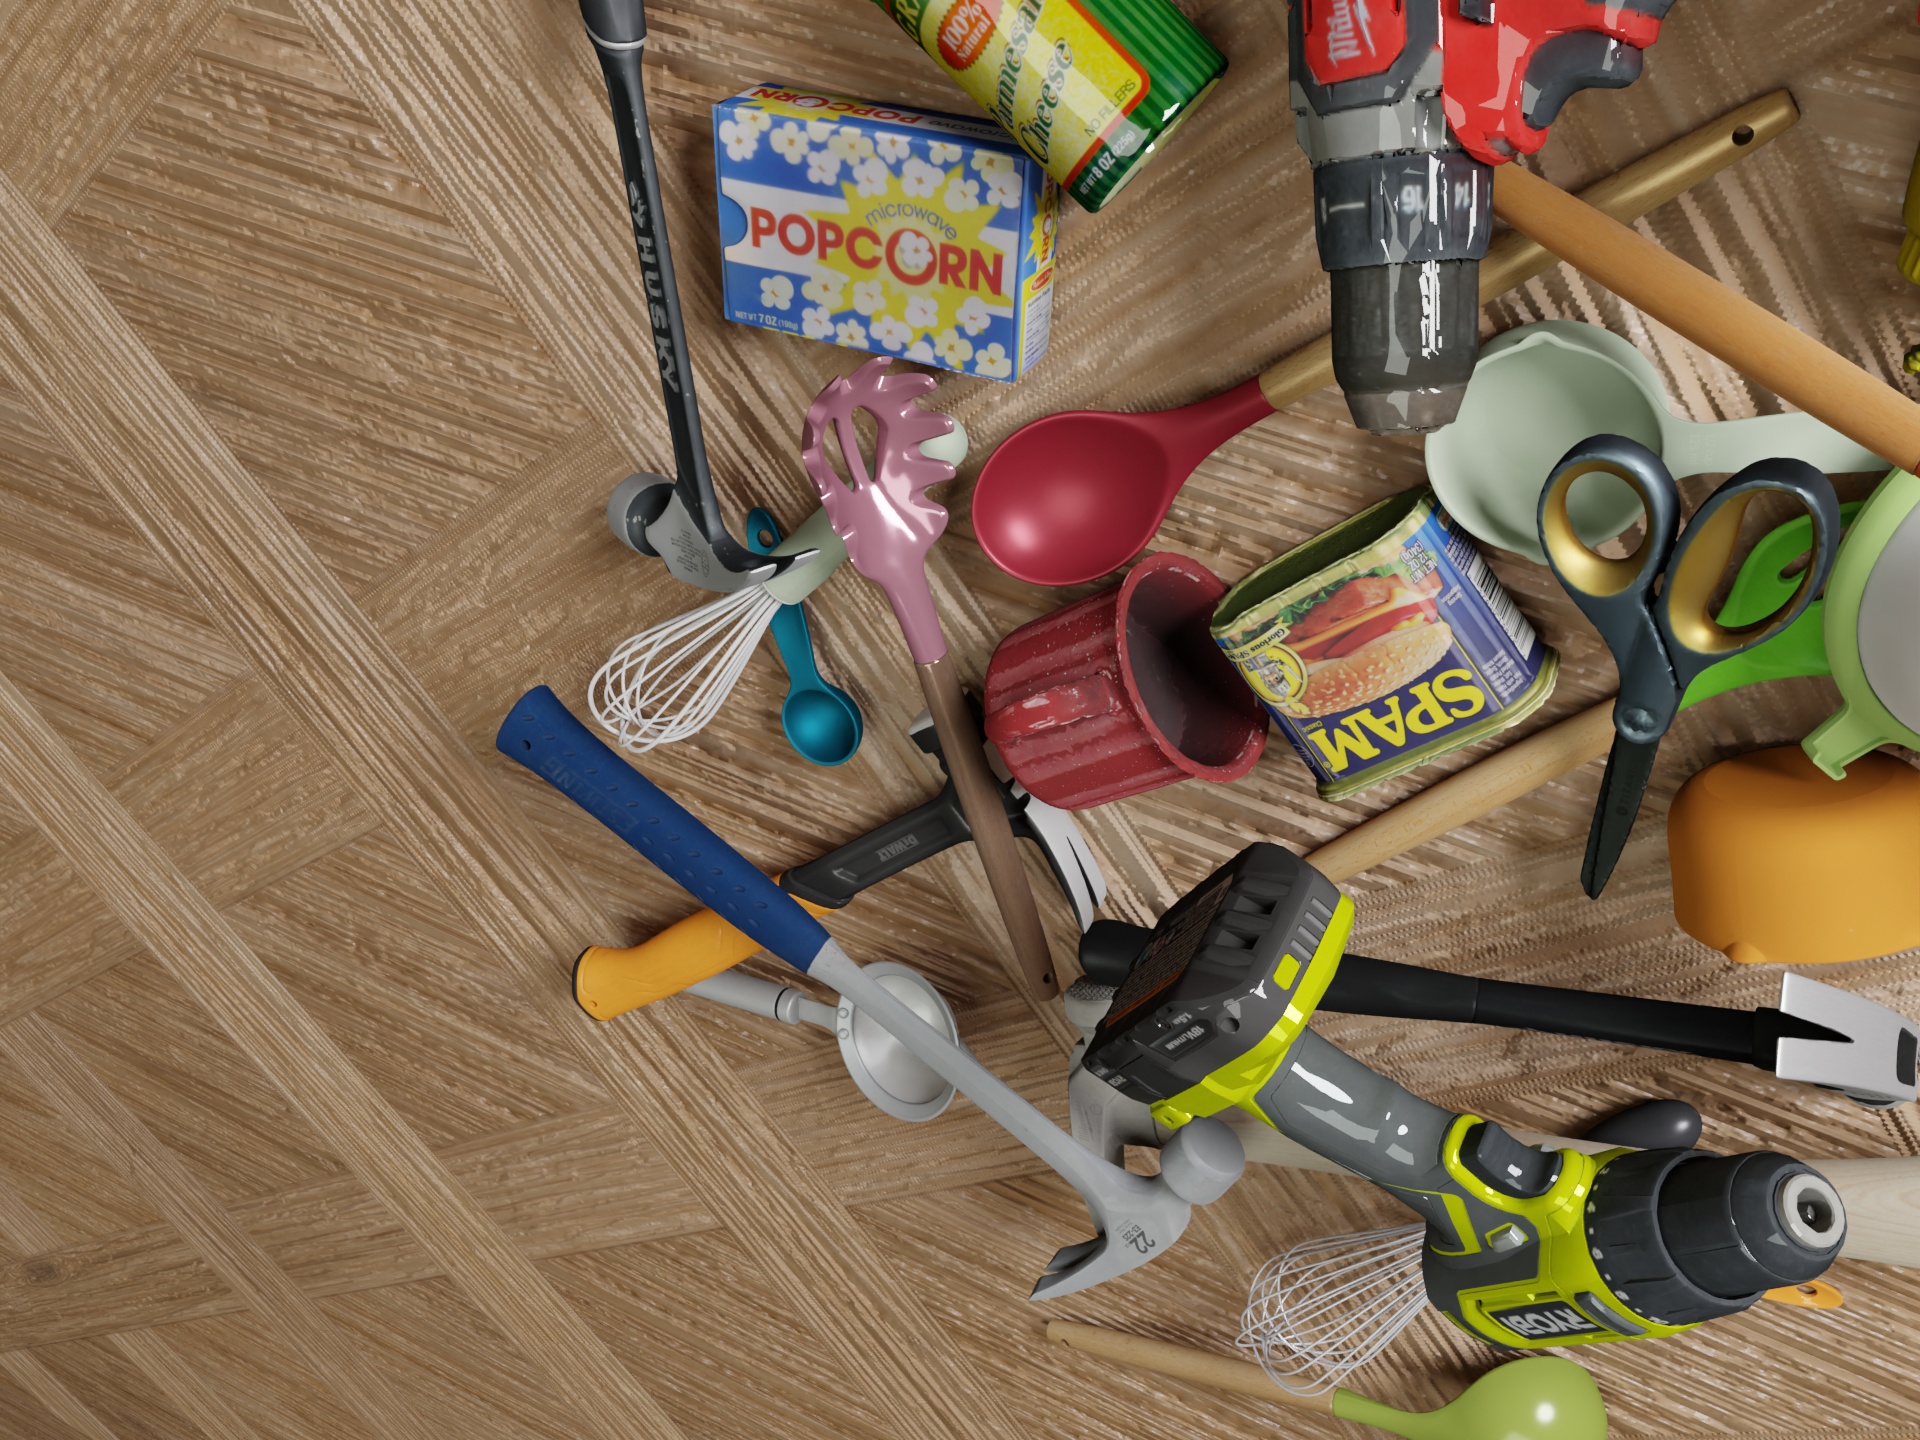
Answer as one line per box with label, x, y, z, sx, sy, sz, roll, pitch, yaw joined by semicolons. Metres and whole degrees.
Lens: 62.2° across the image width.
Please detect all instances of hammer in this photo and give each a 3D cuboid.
hammer;0.237;0.201;0.691;0.411;0.038;0.146;1;105;31
hammer;-0.085;0.100;0.820;0.337;0.034;0.127;-27;106;35
hammer;0.198;0.113;0.655;0.335;0.035;0.146;2;166;35
hammer;-0.124;-0.236;0.589;0.149;0.036;0.408;32;136;49
hammer;-0.063;0.125;0.773;0.405;0.035;0.144;38;126;7

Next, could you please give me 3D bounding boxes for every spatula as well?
spatula;0.251;-0.088;0.440;0.323;0.041;0.081;48;135;30

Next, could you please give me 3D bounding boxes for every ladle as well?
ladle;0.187;0.359;0.876;0.320;0.062;0.078;-2;123;38
ladle;0.130;-0.129;0.561;0.315;0.031;0.069;-25;110;37

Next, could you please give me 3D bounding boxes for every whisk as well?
whisk;0.233;0.250;0.757;0.070;0.070;0.284;41;127;-3
whisk;-0.084;-0.057;0.707;0.059;0.058;0.246;32;128;-30

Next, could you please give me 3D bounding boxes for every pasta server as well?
pasta server;-0.001;-0.002;0.671;0.040;0.060;0.316;29;143;55

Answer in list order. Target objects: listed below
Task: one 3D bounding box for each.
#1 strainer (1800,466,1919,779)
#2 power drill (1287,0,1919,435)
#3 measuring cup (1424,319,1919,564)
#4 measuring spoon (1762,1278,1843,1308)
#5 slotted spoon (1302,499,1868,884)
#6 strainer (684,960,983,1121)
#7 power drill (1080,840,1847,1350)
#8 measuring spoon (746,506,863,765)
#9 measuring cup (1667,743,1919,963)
strainer;0.330;-0.069;0.425;0.151;0.069;0.256;-6;128;9
power drill;0.188;-0.171;0.414;0.227;0.080;0.188;8;108;42
measuring cup;0.240;-0.096;0.518;0.167;0.038;0.083;2;123;25
measuring spoon;0.339;0.244;0.726;0.117;0.011;0.021;13;127;16
slotted spoon;0.230;0.007;0.604;0.070;0.031;0.313;43;134;-11
strainer;-0.085;0.157;0.874;0.258;0.050;0.087;10;104;30
power drill;0.174;0.145;0.579;0.228;0.080;0.190;34;151;1
measuring spoon;-0.073;-0.041;0.746;0.042;0.021;0.128;-4;111;30
measuring cup;0.316;0.044;0.517;0.174;0.095;0.052;5;114;56
